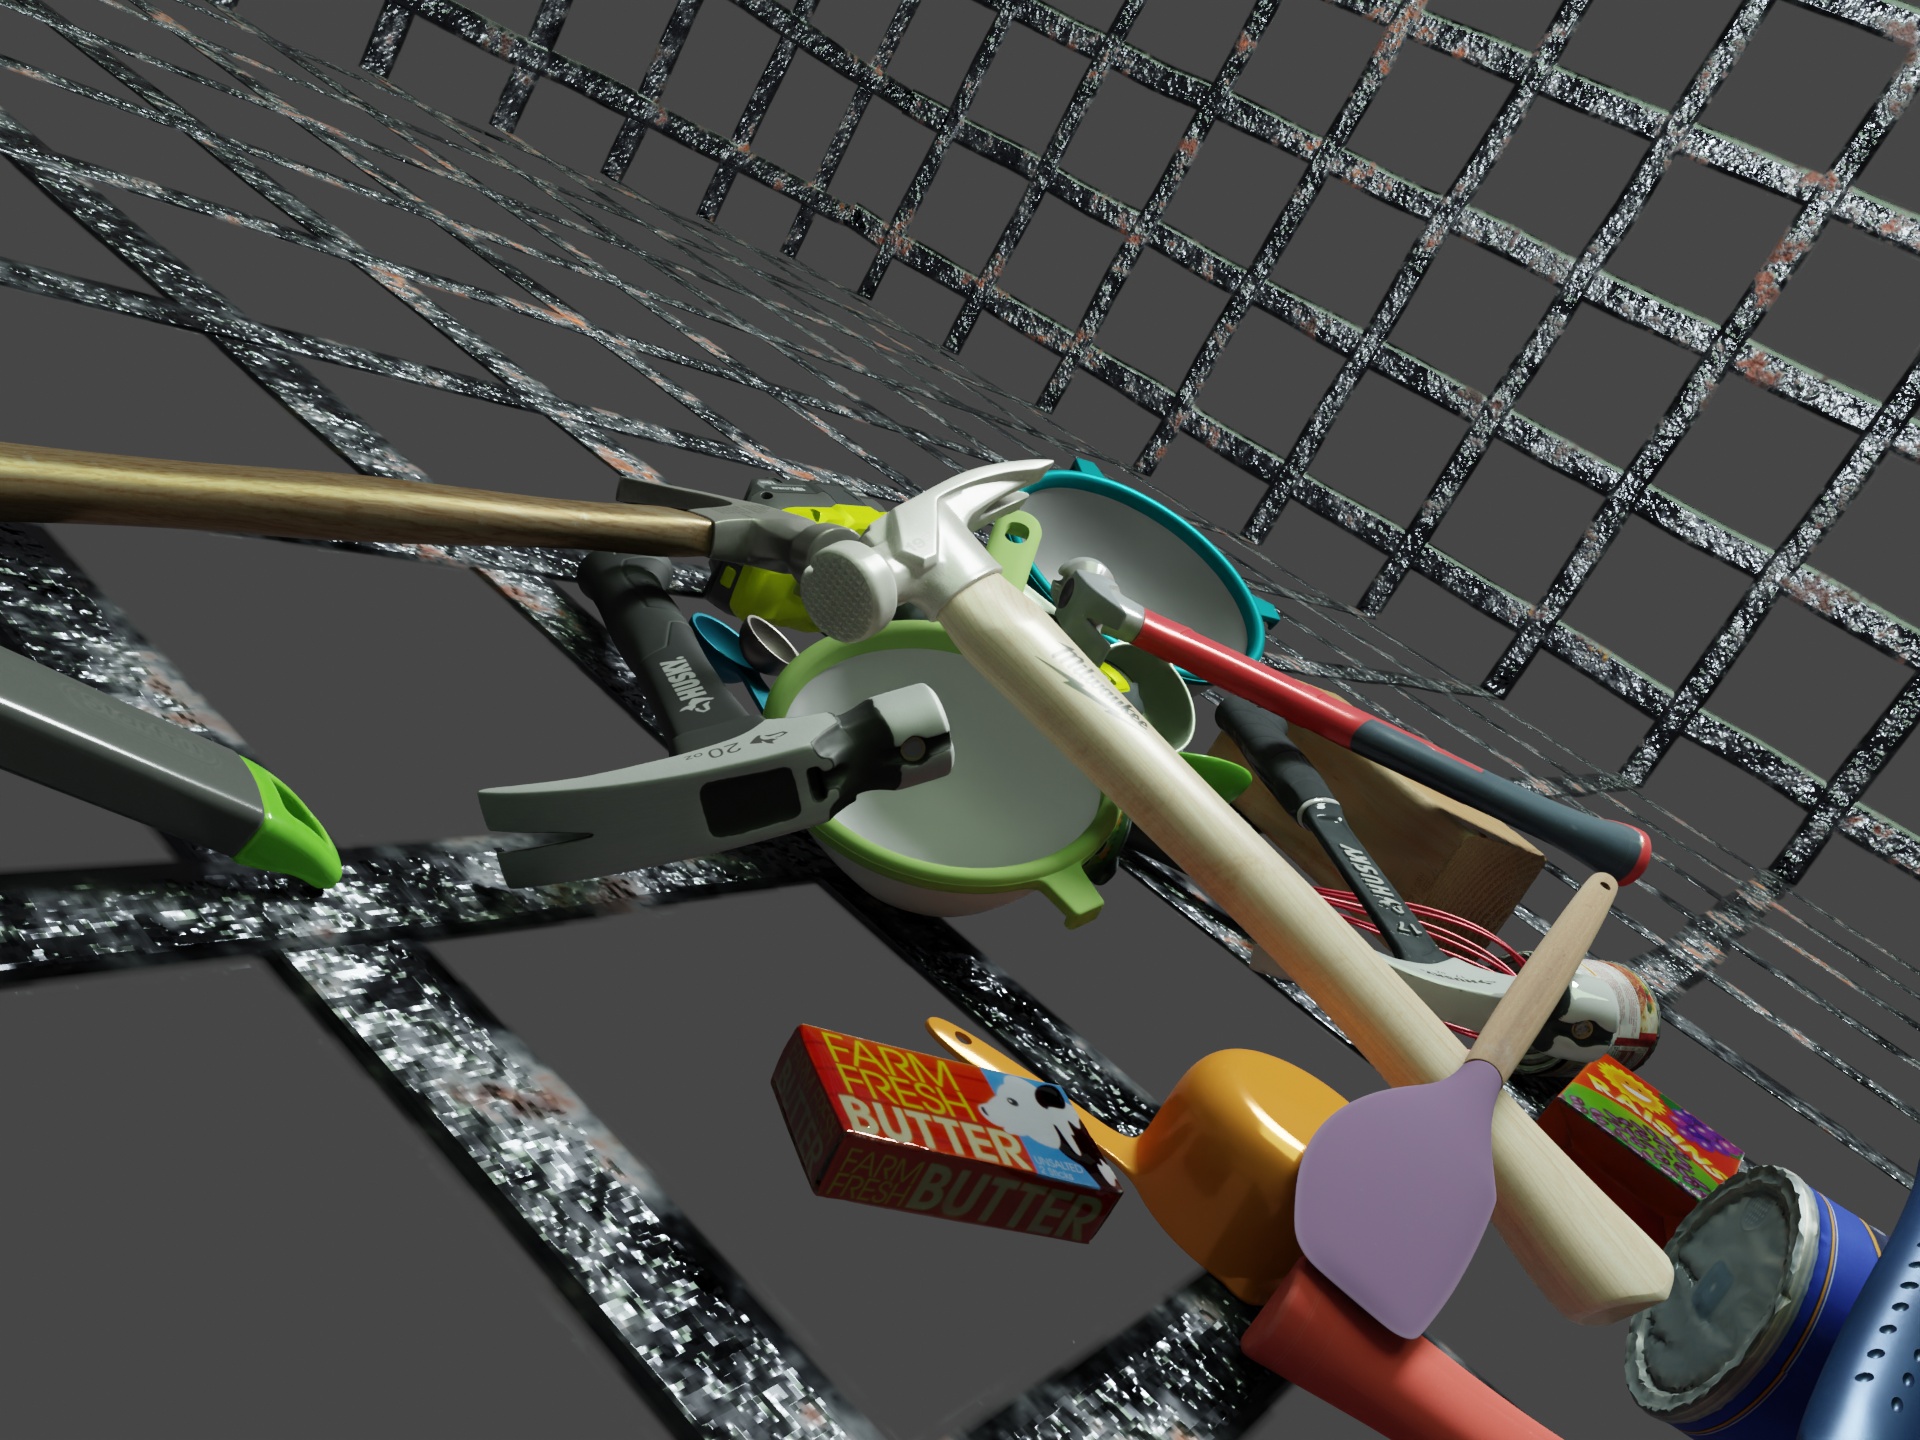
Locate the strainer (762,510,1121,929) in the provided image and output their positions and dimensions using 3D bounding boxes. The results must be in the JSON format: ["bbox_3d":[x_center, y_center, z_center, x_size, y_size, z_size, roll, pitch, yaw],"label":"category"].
[{"bbox_3d":[-0.001,-0.002,0.704,0.151,0.069,0.257,17,40,1],"label":"strainer"}]

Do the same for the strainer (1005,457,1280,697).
[{"bbox_3d":[0.075,-0.050,1.088,0.211,0.095,0.340,40,38,7],"label":"strainer"}]

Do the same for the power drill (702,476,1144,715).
[{"bbox_3d":[-0.025,-0.046,0.866,0.223,0.080,0.171,35,21,24],"label":"power drill"}]

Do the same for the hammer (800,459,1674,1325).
[{"bbox_3d":[0.120,0.061,0.624,0.411,0.038,0.146,47,43,8],"label":"hammer"}]

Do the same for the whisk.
[{"bbox_3d":[0.174,0.097,0.841,0.296,0.073,0.073,27,15,15],"label":"whisk"}]

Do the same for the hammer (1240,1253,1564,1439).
[{"bbox_3d":[0.243,0.272,0.453,0.359,0.036,0.149,32,16,6],"label":"hammer"}]

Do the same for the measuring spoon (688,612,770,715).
[{"bbox_3d":[-0.097,-0.003,0.748,0.042,0.021,0.129,23,24,-51],"label":"measuring spoon"}]

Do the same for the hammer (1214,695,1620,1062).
[{"bbox_3d":[0.189,0.056,0.837,0.149,0.036,0.409,13,16,-7],"label":"hammer"}]

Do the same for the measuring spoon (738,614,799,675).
[{"bbox_3d":[-0.064,-0.006,0.777,0.124,0.018,0.034,42,14,-26],"label":"measuring spoon"}]

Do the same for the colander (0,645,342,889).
[{"bbox_3d":[-0.305,-0.014,0.313,0.205,0.094,0.396,43,2,39],"label":"colander"}]

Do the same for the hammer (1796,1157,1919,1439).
[{"bbox_3d":[0.228,0.207,0.425,0.144,0.035,0.405,38,35,28],"label":"hammer"}]

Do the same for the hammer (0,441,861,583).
[{"bbox_3d":[-0.208,-0.082,0.631,0.331,0.031,0.130,0,15,-36],"label":"hammer"}]

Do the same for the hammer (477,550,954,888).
[{"bbox_3d":[-0.123,-0.022,0.639,0.146,0.035,0.335,-17,22,-14],"label":"hammer"}]

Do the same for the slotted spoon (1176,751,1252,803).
[{"bbox_3d":[0.124,0.034,0.894,0.070,0.031,0.313,2,-1,9],"label":"slotted spoon"}]

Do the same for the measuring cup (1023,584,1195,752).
[{"bbox_3d":[0.067,-0.034,0.957,0.167,0.038,0.083,39,48,-8],"label":"measuring cup"}]

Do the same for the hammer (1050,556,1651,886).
[{"bbox_3d":[0.233,0.011,0.905,0.386,0.038,0.143,24,13,-10],"label":"hammer"}]

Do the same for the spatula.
[{"bbox_3d":[0.198,0.119,0.589,0.060,0.018,0.316,39,36,18],"label":"spatula"}]

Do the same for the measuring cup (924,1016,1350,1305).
[{"bbox_3d":[0.073,0.132,0.549,0.173,0.052,0.095,32,16,-1],"label":"measuring cup"}]
